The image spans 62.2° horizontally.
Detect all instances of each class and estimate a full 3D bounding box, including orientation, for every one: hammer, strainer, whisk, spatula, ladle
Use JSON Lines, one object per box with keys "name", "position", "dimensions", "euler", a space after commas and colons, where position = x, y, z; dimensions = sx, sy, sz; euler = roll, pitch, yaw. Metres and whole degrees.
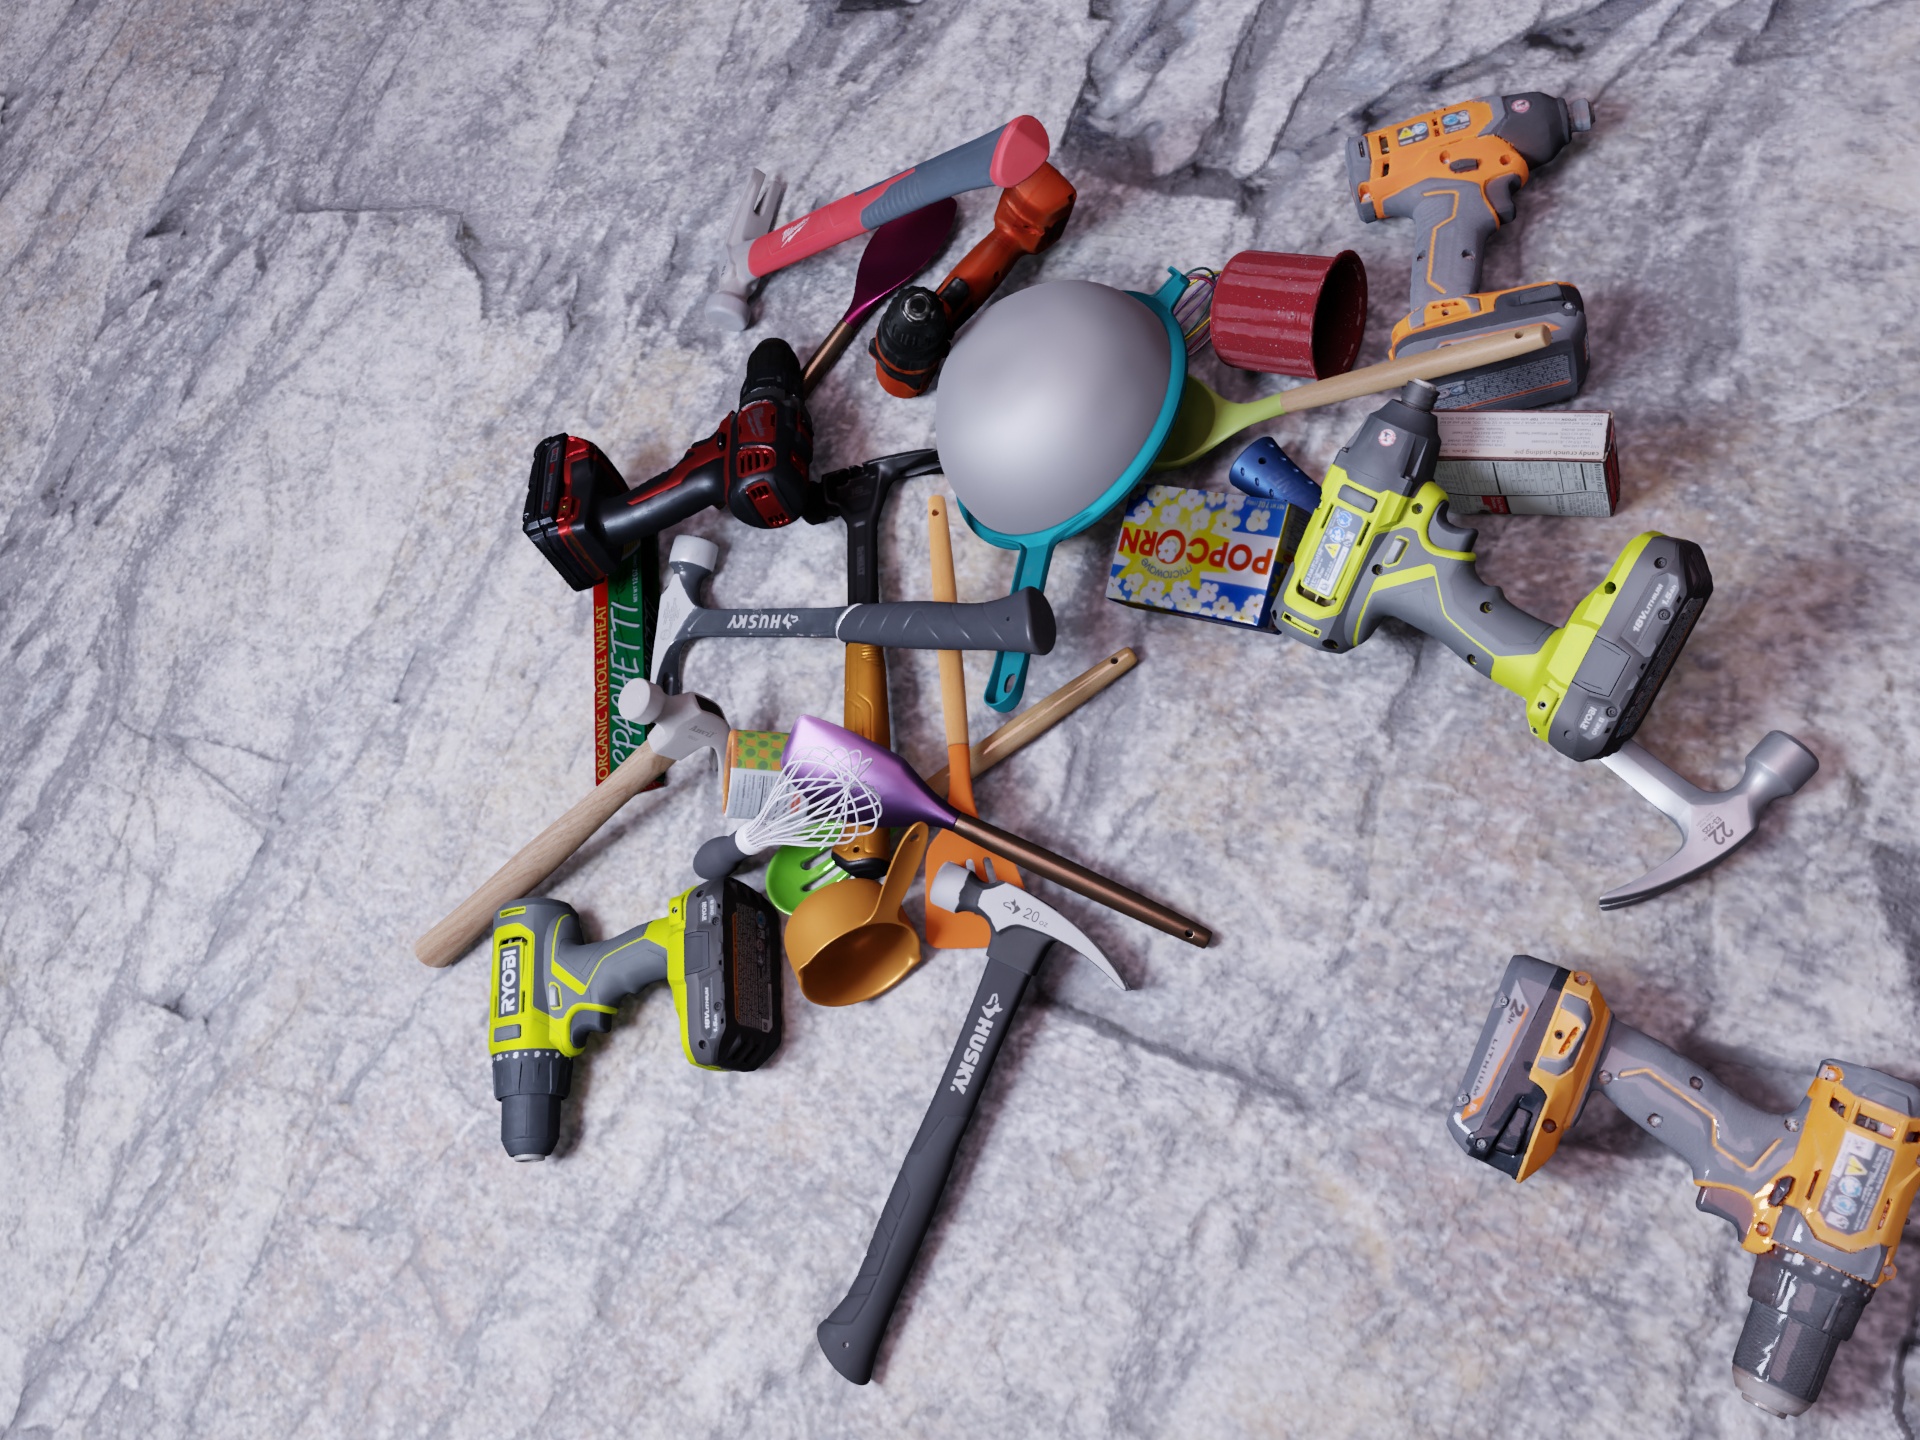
{"name": "hammer", "position": [-0.301, 0.089, 1.215], "dimensions": [0.331, 0.130, 0.031], "euler": [-39, 57, 20]}
{"name": "hammer", "position": [-0.063, -0.046, 1.167], "dimensions": [0.127, 0.034, 0.337], "euler": [-13, 62, 22]}
{"name": "hammer", "position": [0.321, -0.050, 1.013], "dimensions": [0.144, 0.035, 0.406], "euler": [-46, 61, 4]}
{"name": "strainer", "position": [0.037, -0.176, 1.101], "dimensions": [0.211, 0.095, 0.341], "euler": [-9, 60, 42]}
{"name": "hammer", "position": [-0.070, -0.405, 1.220], "dimensions": [0.386, 0.038, 0.143], "euler": [-1, 70, 50]}
{"name": "whisk", "position": [-0.130, 0.072, 1.087], "dimensions": [0.284, 0.070, 0.070], "euler": [-29, 55, 57]}
{"name": "spatula", "position": [-0.002, -0.004, 1.118], "dimensions": [0.081, 0.041, 0.323], "euler": [-8, 75, 13]}
{"name": "spatula", "position": [0.020, 0.081, 1.065], "dimensions": [0.316, 0.018, 0.060], "euler": [24, 100, 12]}
{"name": "ladle", "position": [0.228, -0.220, 1.039], "dimensions": [0.320, 0.062, 0.078], "euler": [-5, 64, 48]}
{"name": "hammer", "position": [-0.007, 0.272, 1.044], "dimensions": [0.146, 0.035, 0.335], "euler": [22, 86, 16]}
{"name": "hammer", "position": [-0.093, -0.066, 1.141], "dimensions": [0.409, 0.036, 0.149], "euler": [4, 78, 44]}
{"name": "whisk", "position": [0.109, -0.239, 1.170], "dimensions": [0.245, 0.051, 0.047], "euler": [-47, 67, 7]}

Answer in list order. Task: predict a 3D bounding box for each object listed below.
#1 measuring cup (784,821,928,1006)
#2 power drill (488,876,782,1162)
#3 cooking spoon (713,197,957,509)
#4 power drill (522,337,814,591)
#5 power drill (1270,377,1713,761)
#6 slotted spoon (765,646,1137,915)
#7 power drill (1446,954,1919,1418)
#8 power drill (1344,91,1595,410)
{"name": "measuring cup", "position": [-0.063, 0.117, 1.072], "dimensions": [0.052, 0.095, 0.173], "euler": [57, 135, 41]}
{"name": "power drill", "position": [-0.247, 0.213, 1.158], "dimensions": [0.228, 0.080, 0.191], "euler": [-14, 67, 23]}
{"name": "cooking spoon", "position": [-0.107, -0.303, 1.302], "dimensions": [0.069, 0.017, 0.319], "euler": [36, 89, 34]}
{"name": "power drill", "position": [-0.221, -0.208, 1.254], "dimensions": [0.226, 0.080, 0.188], "euler": [-16, 49, 14]}
{"name": "power drill", "position": [0.312, -0.089, 0.942], "dimensions": [0.223, 0.080, 0.171], "euler": [32, 113, 29]}
{"name": "slotted spoon", "position": [-0.005, 0.042, 1.135], "dimensions": [0.314, 0.031, 0.070], "euler": [-35, 63, 8]}
{"name": "power drill", "position": [0.384, 0.245, 0.863], "dimensions": [0.226, 0.084, 0.185], "euler": [21, 84, 24]}
{"name": "power drill", "position": [0.355, -0.321, 1.067], "dimensions": [0.164, 0.084, 0.227], "euler": [-12, 64, 20]}
